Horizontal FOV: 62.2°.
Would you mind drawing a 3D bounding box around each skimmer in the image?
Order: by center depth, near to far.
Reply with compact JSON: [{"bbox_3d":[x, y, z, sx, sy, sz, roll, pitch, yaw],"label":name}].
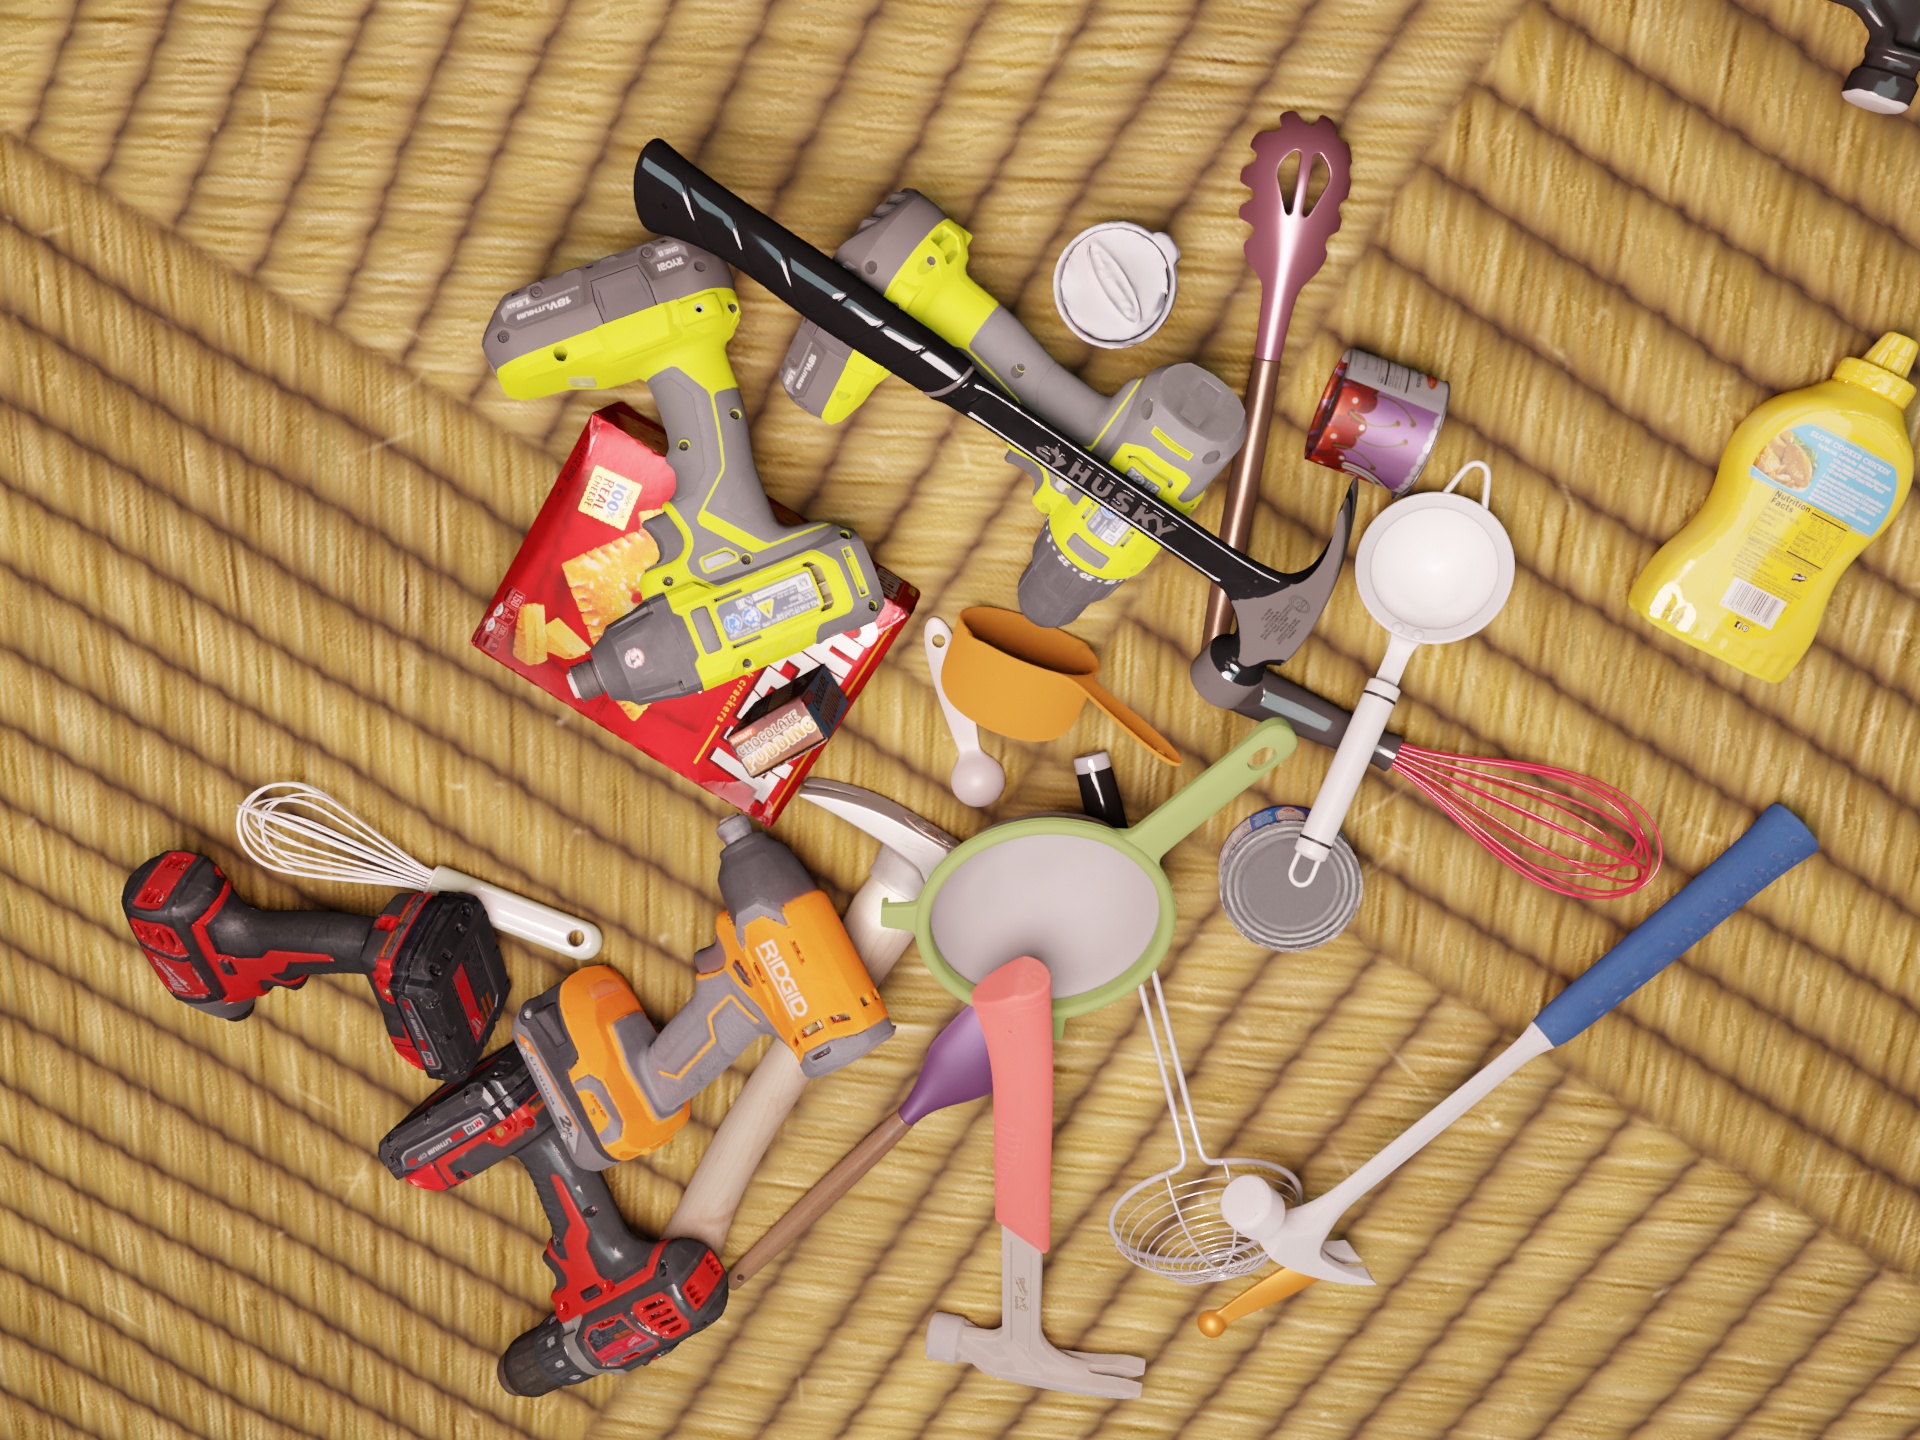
[{"bbox_3d":[0.126,0.193,1.016,0.127,0.090,0.363,-14,94,5],"label":"skimmer"}]

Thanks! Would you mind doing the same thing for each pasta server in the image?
[{"bbox_3d":[0.167,-0.177,0.896,0.060,0.040,0.316,9,107,3],"label":"pasta server"}]

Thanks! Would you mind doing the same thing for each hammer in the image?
[{"bbox_3d":[0.012,-0.162,0.795,0.409,0.036,0.149,34,138,-3],"label":"hammer"},{"bbox_3d":[0.352,-0.425,0.810,0.337,0.034,0.127,19,108,0],"label":"hammer"},{"bbox_3d":[0.346,0.199,0.965,0.405,0.035,0.143,-42,128,6],"label":"hammer"},{"bbox_3d":[0.048,0.296,0.994,0.149,0.037,0.358,6,124,11],"label":"hammer"},{"bbox_3d":[-0.126,0.231,1.046,0.146,0.038,0.410,30,107,-2],"label":"hammer"}]

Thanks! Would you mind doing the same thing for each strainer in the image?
[{"bbox_3d":[0.242,-0.024,0.908,0.087,0.050,0.258,24,89,14],"label":"strainer"},{"bbox_3d":[0.085,0.069,0.916,0.151,0.069,0.256,39,113,-25],"label":"strainer"}]

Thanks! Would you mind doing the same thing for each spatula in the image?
[{"bbox_3d":[-0.052,0.283,1.064,0.059,0.018,0.316,43,105,-8],"label":"spatula"}]

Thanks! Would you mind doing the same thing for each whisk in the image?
[{"bbox_3d":[0.274,0.028,0.941,0.296,0.073,0.073,25,107,4],"label":"whisk"},{"bbox_3d":[-0.347,0.101,1.025,0.246,0.059,0.058,22,79,-6],"label":"whisk"}]

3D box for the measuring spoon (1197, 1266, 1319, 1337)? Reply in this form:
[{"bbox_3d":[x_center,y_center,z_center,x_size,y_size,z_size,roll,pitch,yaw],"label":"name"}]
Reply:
[{"bbox_3d":[0.211,0.386,1.073,0.117,0.011,0.021,-34,101,14],"label":"measuring spoon"}]

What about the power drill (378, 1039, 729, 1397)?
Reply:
[{"bbox_3d":[-0.282,0.341,1.056,0.188,0.080,0.226,-32,96,22],"label":"power drill"}]

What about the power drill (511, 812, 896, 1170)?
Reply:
[{"bbox_3d":[-0.166,0.168,0.983,0.226,0.084,0.164,-30,83,23],"label":"power drill"}]

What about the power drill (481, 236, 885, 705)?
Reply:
[{"bbox_3d":[-0.159,-0.127,0.850,0.171,0.080,0.223,-23,94,-10],"label":"power drill"}]

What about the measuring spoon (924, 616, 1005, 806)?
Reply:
[{"bbox_3d":[-0.002,-0.003,0.974,0.034,0.018,0.124,-13,104,9],"label":"measuring spoon"}]

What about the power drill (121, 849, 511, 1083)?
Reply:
[{"bbox_3d":[-0.411,0.159,1.018,0.219,0.079,0.143,8,135,8],"label":"power drill"}]

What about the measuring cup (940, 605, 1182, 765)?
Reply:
[{"bbox_3d":[0.057,-0.003,0.903,0.174,0.095,0.052,42,119,38],"label":"measuring cup"}]

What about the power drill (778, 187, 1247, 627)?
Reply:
[{"bbox_3d":[0.020,-0.161,0.874,0.228,0.080,0.190,37,140,-2],"label":"power drill"}]
